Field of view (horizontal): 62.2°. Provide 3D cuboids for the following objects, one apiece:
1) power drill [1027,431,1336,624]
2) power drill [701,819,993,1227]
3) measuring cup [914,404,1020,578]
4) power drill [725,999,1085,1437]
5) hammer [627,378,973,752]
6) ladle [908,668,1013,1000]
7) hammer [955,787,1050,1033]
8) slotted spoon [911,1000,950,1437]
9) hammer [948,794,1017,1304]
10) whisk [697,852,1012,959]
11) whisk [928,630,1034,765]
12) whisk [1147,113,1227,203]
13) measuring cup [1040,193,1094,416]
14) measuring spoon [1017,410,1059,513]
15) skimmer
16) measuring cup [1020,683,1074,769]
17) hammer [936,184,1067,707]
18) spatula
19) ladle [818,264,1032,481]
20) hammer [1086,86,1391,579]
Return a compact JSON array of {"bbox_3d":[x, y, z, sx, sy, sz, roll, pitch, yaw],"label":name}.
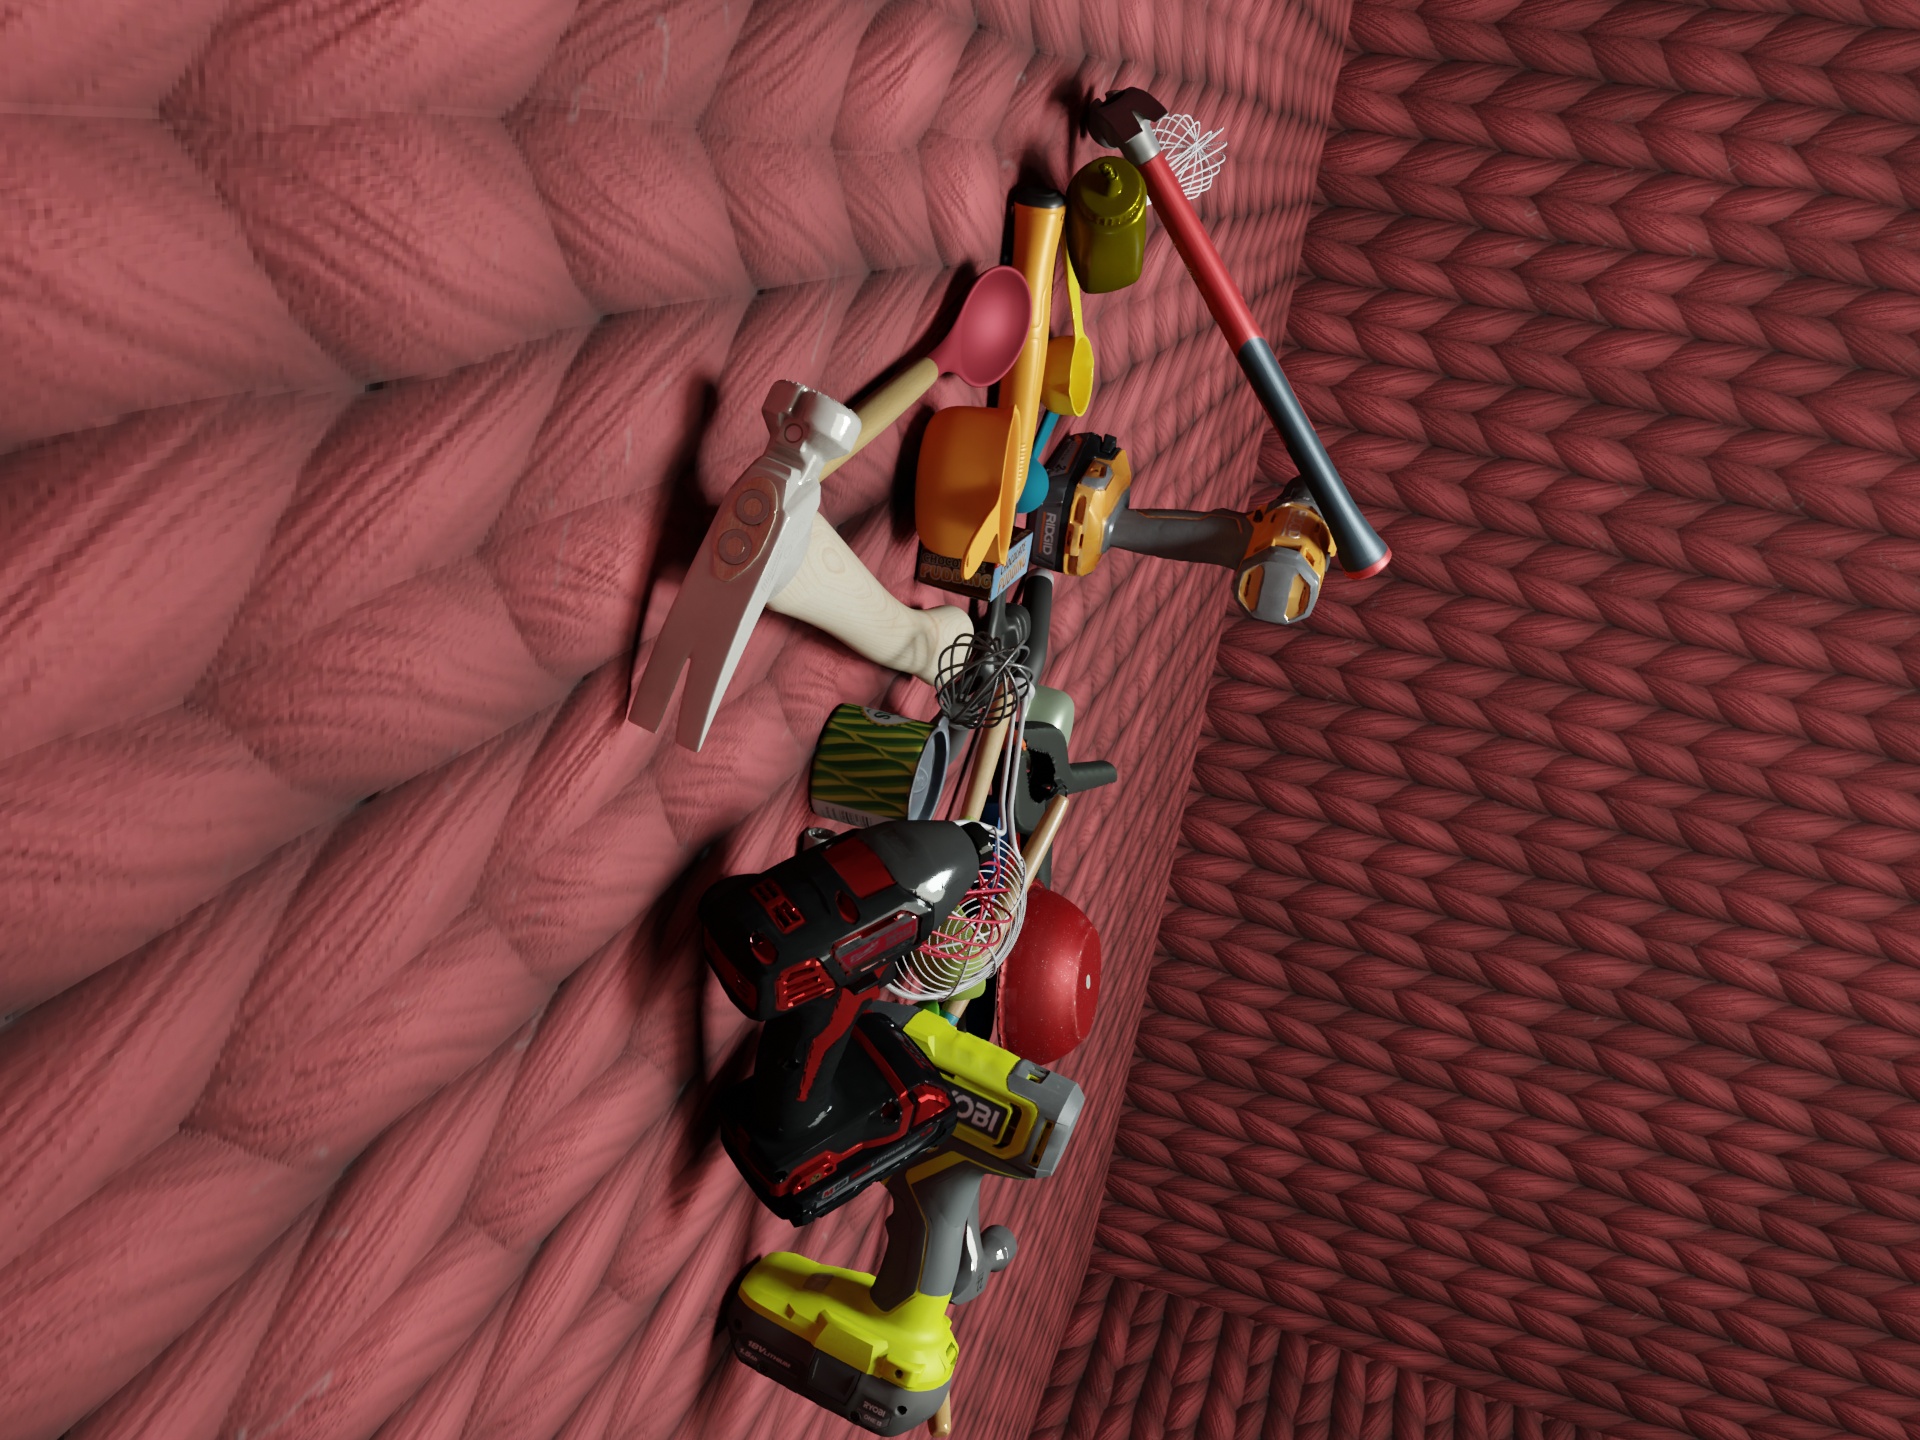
[{"bbox_3d":[0.183,-0.161,1.248,0.185,0.226,0.084,-58,159,-51],"label":"power drill"},{"bbox_3d":[-0.053,0.140,0.779,0.143,0.079,0.219,-25,142,-29],"label":"power drill"},{"bbox_3d":[-0.004,-0.116,0.866,0.174,0.052,0.095,-67,163,-61],"label":"measuring cup"},{"bbox_3d":[-0.045,0.281,0.932,0.080,0.171,0.223,-11,122,-75],"label":"power drill"},{"bbox_3d":[-0.052,-0.044,0.800,0.146,0.038,0.410,-65,169,0],"label":"hammer"},{"bbox_3d":[0.025,0.054,1.196,0.078,0.062,0.320,127,-19,-65],"label":"ladle"},{"bbox_3d":[0.021,0.205,1.374,0.149,0.037,0.359,81,26,-58],"label":"hammer"},{"bbox_3d":[-0.026,0.318,1.063,0.070,0.031,0.314,-53,-151,35],"label":"slotted spoon"},{"bbox_3d":[0.013,0.263,1.259,0.144,0.035,0.405,-12,106,-66],"label":"hammer"},{"bbox_3d":[-0.047,0.099,0.858,0.295,0.073,0.073,11,93,-62],"label":"whisk"},{"bbox_3d":[-0.001,-0.002,0.947,0.239,0.055,0.055,123,-15,-72],"label":"whisk"},{"bbox_3d":[0.141,-0.407,1.219,0.285,0.070,0.070,-52,153,-49],"label":"whisk"},{"bbox_3d":[0.068,-0.288,1.111,0.062,0.029,0.156,-57,145,-51],"label":"measuring cup"},{"bbox_3d":[0.068,-0.204,1.176,0.042,0.021,0.129,83,26,-57],"label":"measuring spoon"},{"bbox_3d":[0.012,0.030,1.146,0.127,0.090,0.364,49,37,-36],"label":"skimmer"},{"bbox_3d":[0.073,-0.014,1.353,0.167,0.038,0.083,85,23,-59],"label":"measuring cup"},{"bbox_3d":[0.032,-0.173,1.038,0.127,0.034,0.336,-57,157,-56],"label":"hammer"},{"bbox_3d":[0.013,0.201,1.191,0.317,0.044,0.082,-62,-171,-10],"label":"spatula"},{"bbox_3d":[-0.026,-0.171,0.819,0.315,0.031,0.069,-54,150,-54],"label":"ladle"},{"bbox_3d":[0.203,-0.253,1.094,0.386,0.038,0.143,55,10,-22],"label":"hammer"}]
